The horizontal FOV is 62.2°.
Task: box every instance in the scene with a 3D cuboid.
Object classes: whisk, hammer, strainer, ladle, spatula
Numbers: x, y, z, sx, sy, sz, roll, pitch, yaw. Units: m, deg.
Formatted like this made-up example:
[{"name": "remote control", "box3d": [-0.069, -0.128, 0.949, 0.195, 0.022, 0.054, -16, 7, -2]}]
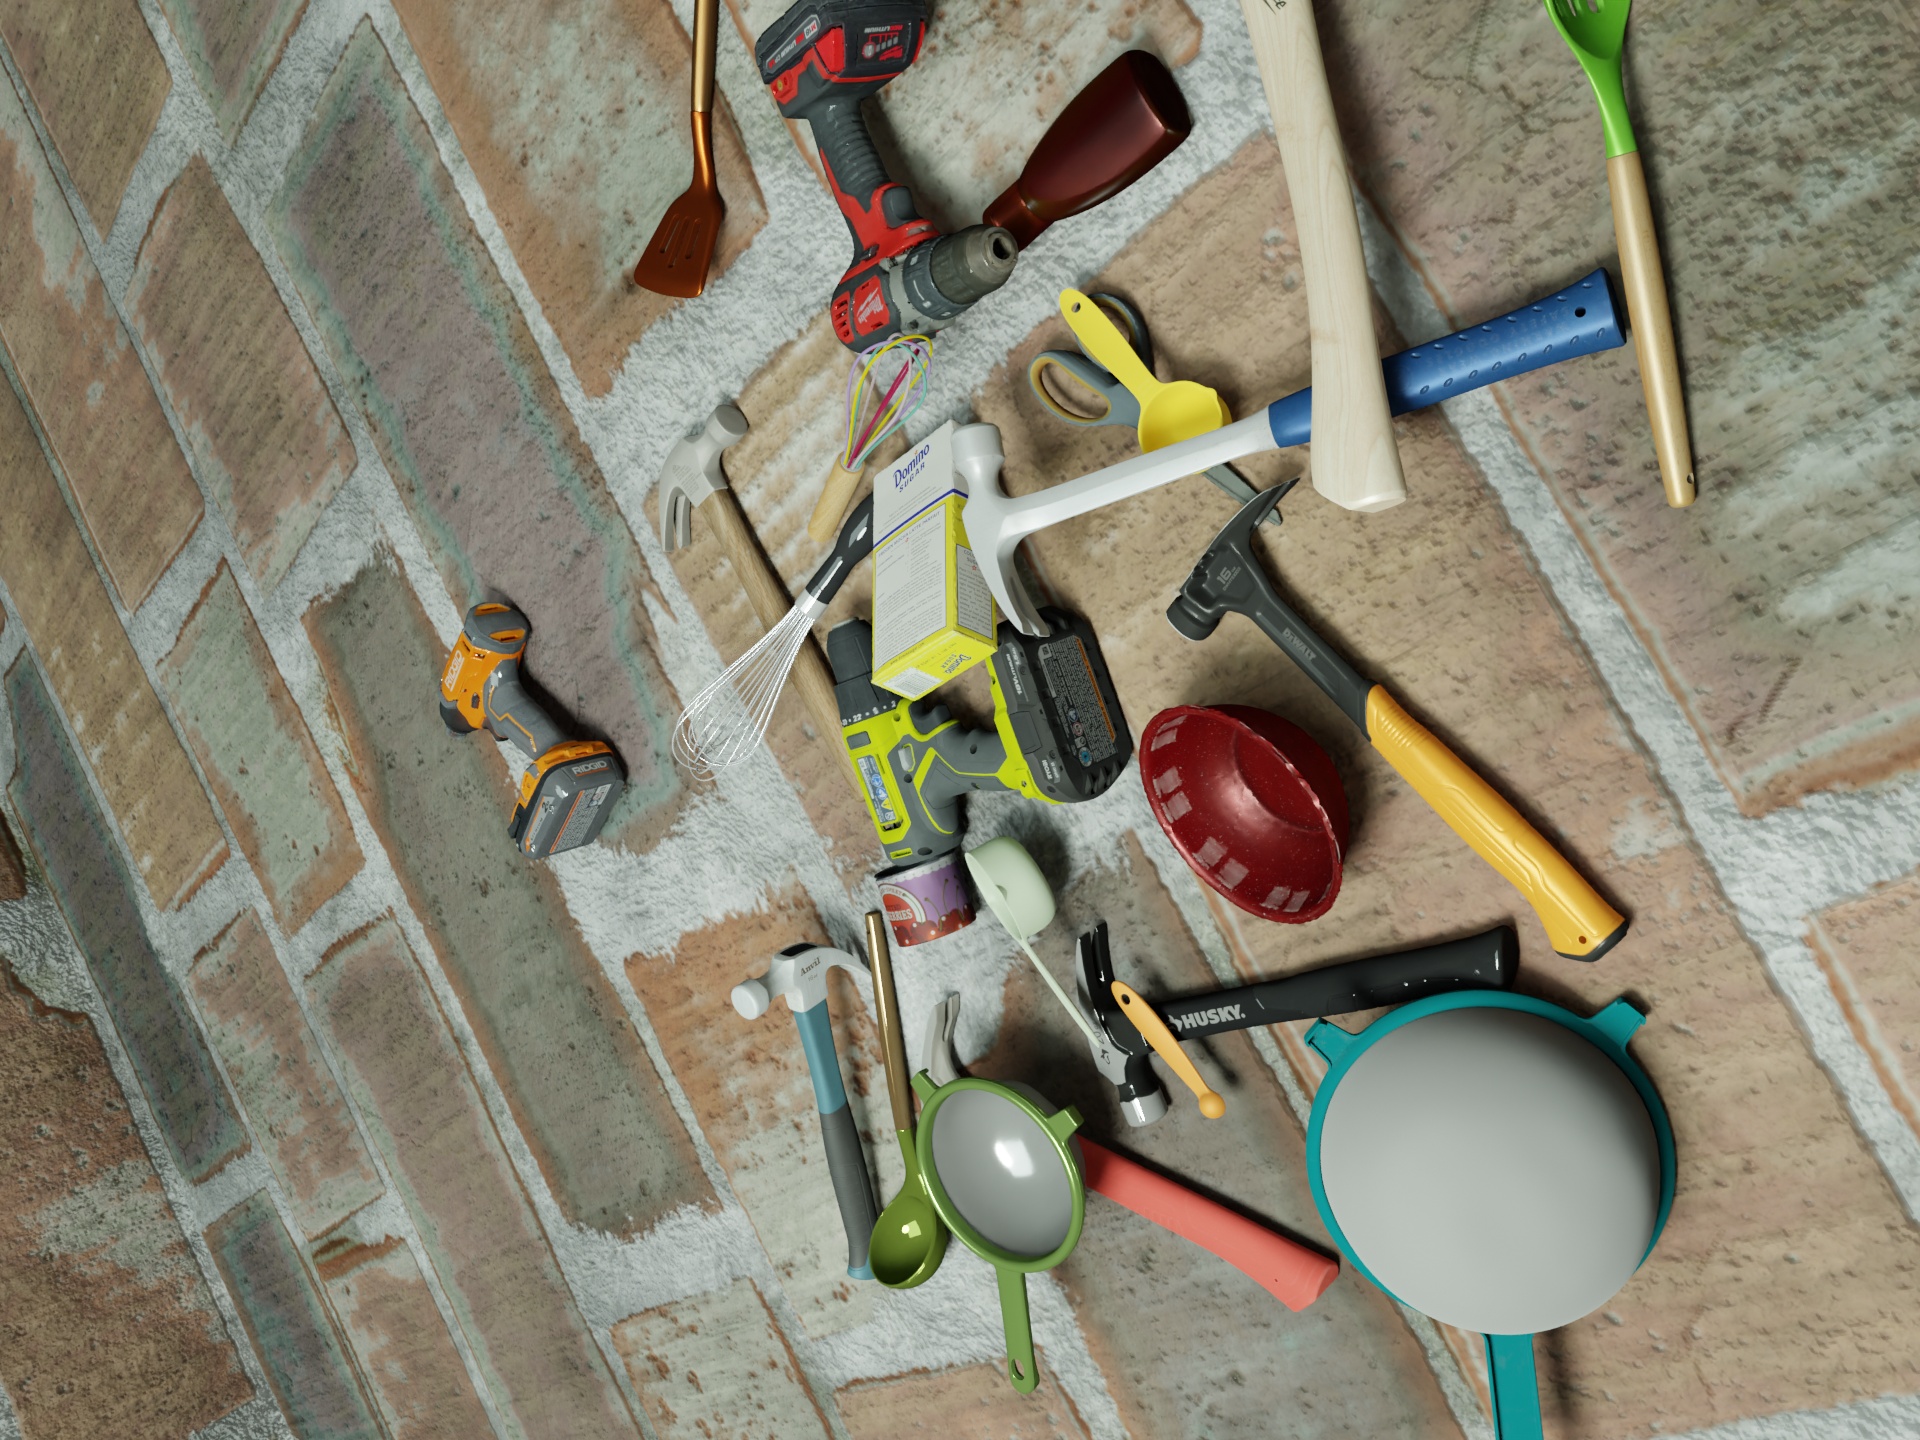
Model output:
[{"name": "whisk", "box3d": [-0.069, -0.198, 1.143, 0.051, 0.047, 0.245, 37, 148, 0]}, {"name": "hammer", "box3d": [-0.150, -0.082, 1.289, 0.130, 0.031, 0.331, -36, 80, 41]}, {"name": "strainer", "box3d": [0.315, 0.332, 0.920, 0.211, 0.095, 0.340, -7, 94, 14]}, {"name": "hammer", "box3d": [0.176, -0.163, 0.932, 0.405, 0.035, 0.144, -16, 82, 31]}, {"name": "ladle", "box3d": [-0.061, 0.317, 1.325, 0.078, 0.062, 0.320, 2, 102, 51]}, {"name": "hammer", "box3d": [0.198, -0.319, 0.868, 0.146, 0.038, 0.411, -14, 83, 41]}, {"name": "whisk", "box3d": [-0.132, -0.065, 1.228, 0.070, 0.070, 0.284, 45, 109, 20]}, {"name": "hammer", "box3d": [0.114, 0.333, 1.194, 0.359, 0.036, 0.149, 18, 115, 36]}, {"name": "hammer", "box3d": [-0.106, 0.336, 1.341, 0.033, 0.128, 0.330, 8, 118, 39]}, {"name": "hammer", "box3d": [0.214, 0.181, 1.061, 0.335, 0.035, 0.146, -22, 90, 42]}, {"name": "strainer", "box3d": [0.050, 0.376, 1.192, 0.151, 0.069, 0.256, 4, 106, 38]}, {"name": "spatula", "box3d": [-0.201, -0.486, 1.200, 0.081, 0.041, 0.322, 23, 116, 34]}, {"name": "hammer", "box3d": [0.269, 0.006, 0.956, 0.337, 0.034, 0.127, 48, 134, 17]}]

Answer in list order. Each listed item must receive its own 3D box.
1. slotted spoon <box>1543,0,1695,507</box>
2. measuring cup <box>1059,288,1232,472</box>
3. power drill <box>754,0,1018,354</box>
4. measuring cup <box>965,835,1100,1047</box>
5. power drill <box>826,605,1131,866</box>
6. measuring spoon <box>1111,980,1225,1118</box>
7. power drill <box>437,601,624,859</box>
[{"name": "slotted spoon", "box3d": [0.339, -0.261, 0.809, 0.031, 0.070, 0.313, 5, 113, 60]}, {"name": "measuring cup", "box3d": [0.115, -0.219, 1.010, 0.062, 0.029, 0.157, -46, 66, 24]}, {"name": "power drill", "box3d": [-0.045, -0.367, 1.056, 0.188, 0.080, 0.226, -2, 105, 58]}, {"name": "measuring cup", "box3d": [0.064, 0.156, 1.144, 0.167, 0.038, 0.083, 55, 169, 7]}, {"name": "power drill", "box3d": [-0.002, -0.004, 1.160, 0.228, 0.080, 0.190, -18, 93, 45]}, {"name": "measuring spoon", "box3d": [0.142, 0.229, 1.106, 0.117, 0.011, 0.021, 51, 130, 15]}, {"name": "power drill", "box3d": [-0.425, 0.020, 1.526, 0.227, 0.084, 0.164, 52, 130, 21]}]
